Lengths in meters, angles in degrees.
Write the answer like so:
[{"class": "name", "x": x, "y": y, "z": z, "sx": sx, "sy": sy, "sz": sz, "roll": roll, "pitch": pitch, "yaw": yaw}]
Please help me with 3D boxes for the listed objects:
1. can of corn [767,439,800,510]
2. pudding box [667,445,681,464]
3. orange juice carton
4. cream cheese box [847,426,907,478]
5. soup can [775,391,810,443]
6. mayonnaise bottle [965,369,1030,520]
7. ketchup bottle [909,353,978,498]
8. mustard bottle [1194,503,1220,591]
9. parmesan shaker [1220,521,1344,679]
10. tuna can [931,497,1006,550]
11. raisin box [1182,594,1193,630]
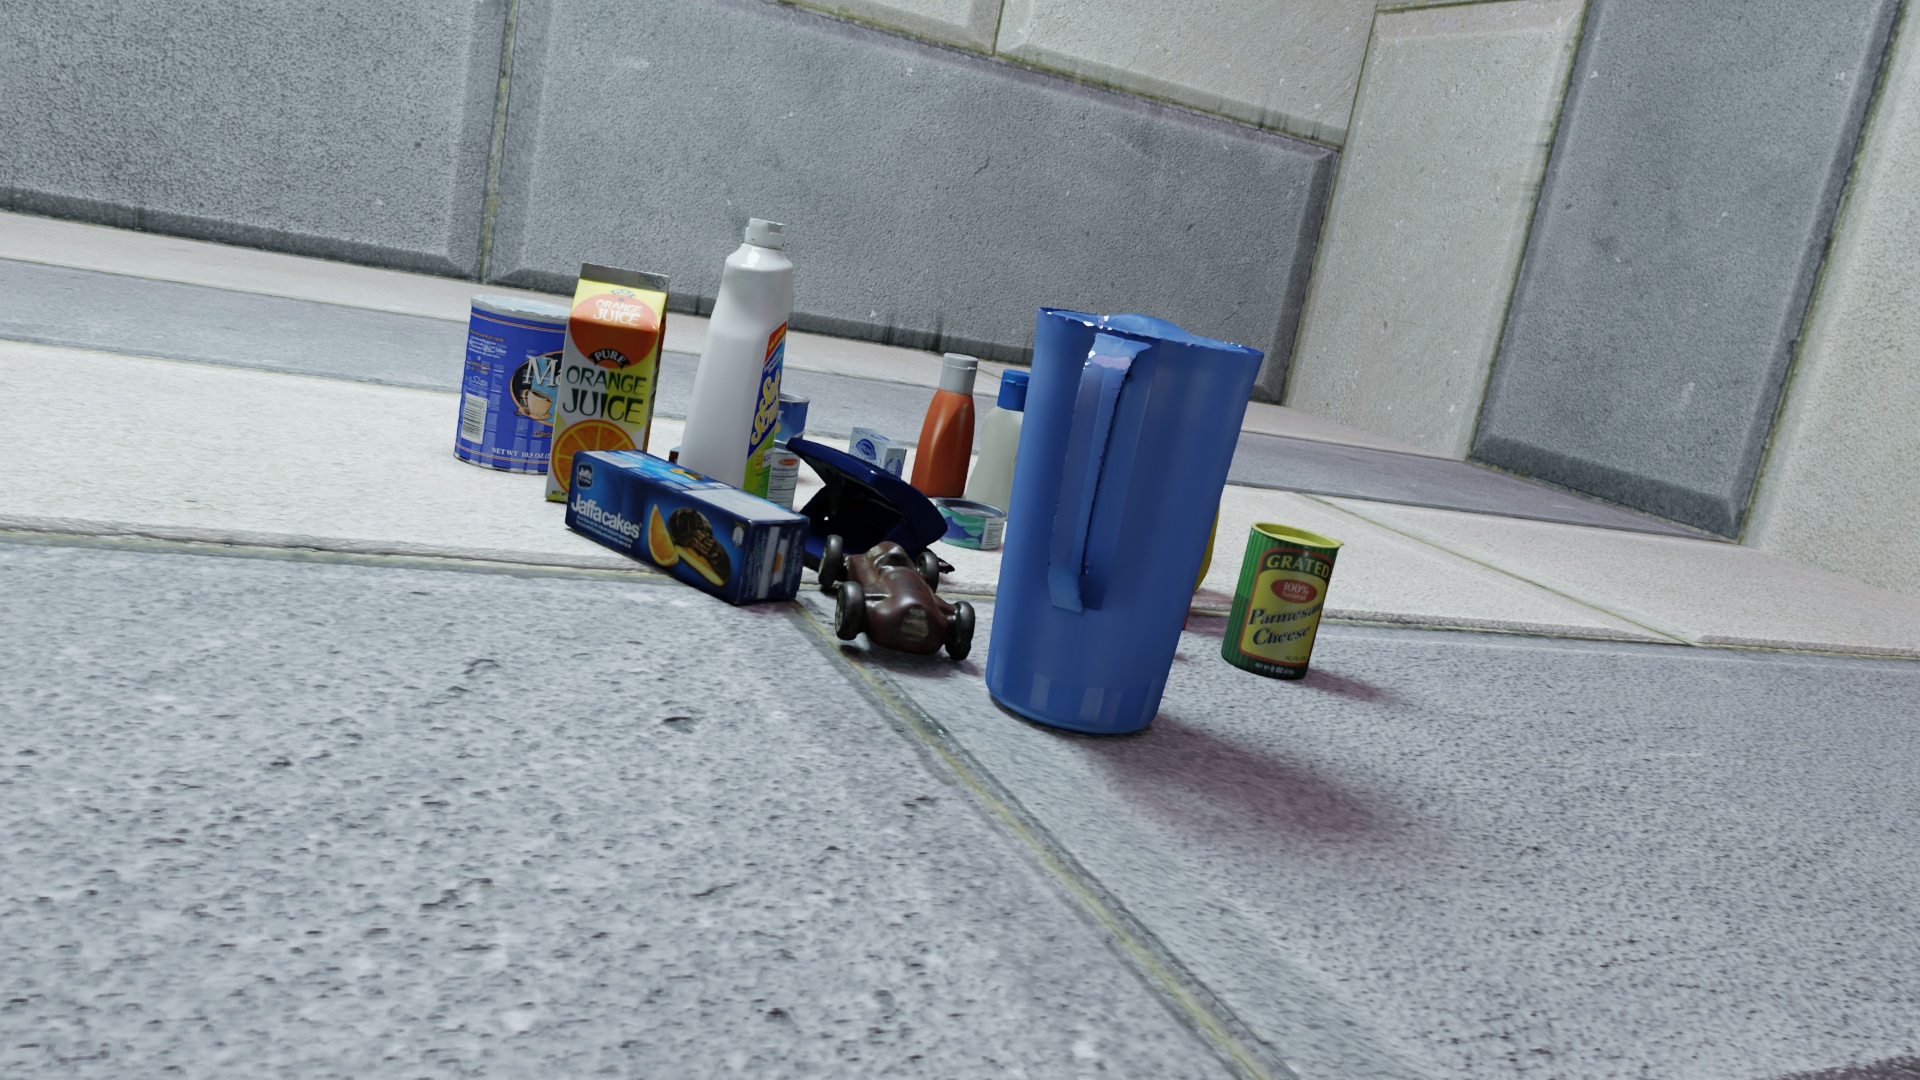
[{"class": "can of corn", "x": -0.180, "y": -0.059, "z": 1.240, "sx": 0.071, "sy": 0.058, "sz": 0.071, "roll": 11, "pitch": 12, "yaw": -2}, {"class": "pudding box", "x": -0.232, "y": -0.059, "z": 1.215, "sx": 0.030, "sy": 0.049, "sz": 0.084, "roll": 12, "pitch": 12, "yaw": 3}, {"class": "orange juice carton", "x": -0.286, "y": -0.126, "z": 1.134, "sx": 0.072, "sy": 0.192, "sz": 0.073, "roll": 9, "pitch": 12, "yaw": -10}, {"class": "cream cheese box", "x": -0.088, "y": -0.081, "z": 1.434, "sx": 0.024, "sy": 0.053, "sz": 0.104, "roll": 5, "pitch": 13, "yaw": -26}, {"class": "soup can", "x": -0.191, "y": -0.104, "z": 1.377, "sx": 0.071, "sy": 0.083, "sz": 0.071, "roll": 11, "pitch": 12, "yaw": -2}, {"class": "mayonnaise bottle", "x": 0.048, "y": -0.097, "z": 1.405, "sx": 0.065, "sy": 0.147, "sz": 0.041, "roll": 17, "pitch": 13, "yaw": 29}, {"class": "ketchup bottle", "x": -0.012, "y": -0.120, "z": 1.452, "sx": 0.043, "sy": 0.148, "sz": 0.065, "roll": 21, "pitch": 15, "yaw": 41}, {"class": "mustard bottle", "x": 0.198, "y": -0.034, "z": 1.220, "sx": 0.065, "sy": 0.159, "sz": 0.049, "roll": 2, "pitch": 15, "yaw": -38}, {"class": "parmesan shaker", "x": 0.239, "y": 0.045, "z": 1.030, "sx": 0.071, "sy": 0.102, "sz": 0.071, "roll": 11, "pitch": 12, "yaw": -2}, {"class": "tuna can", "x": 0.005, "y": -0.016, "z": 1.267, "sx": 0.071, "sy": 0.032, "sz": 0.071, "roll": 11, "pitch": 12, "yaw": -2}, {"class": "raisin box", "x": 0.177, "y": 0.001, "z": 1.126, "sx": 0.040, "sy": 0.123, "sz": 0.086, "roll": 12, "pitch": 12, "yaw": 5}]
